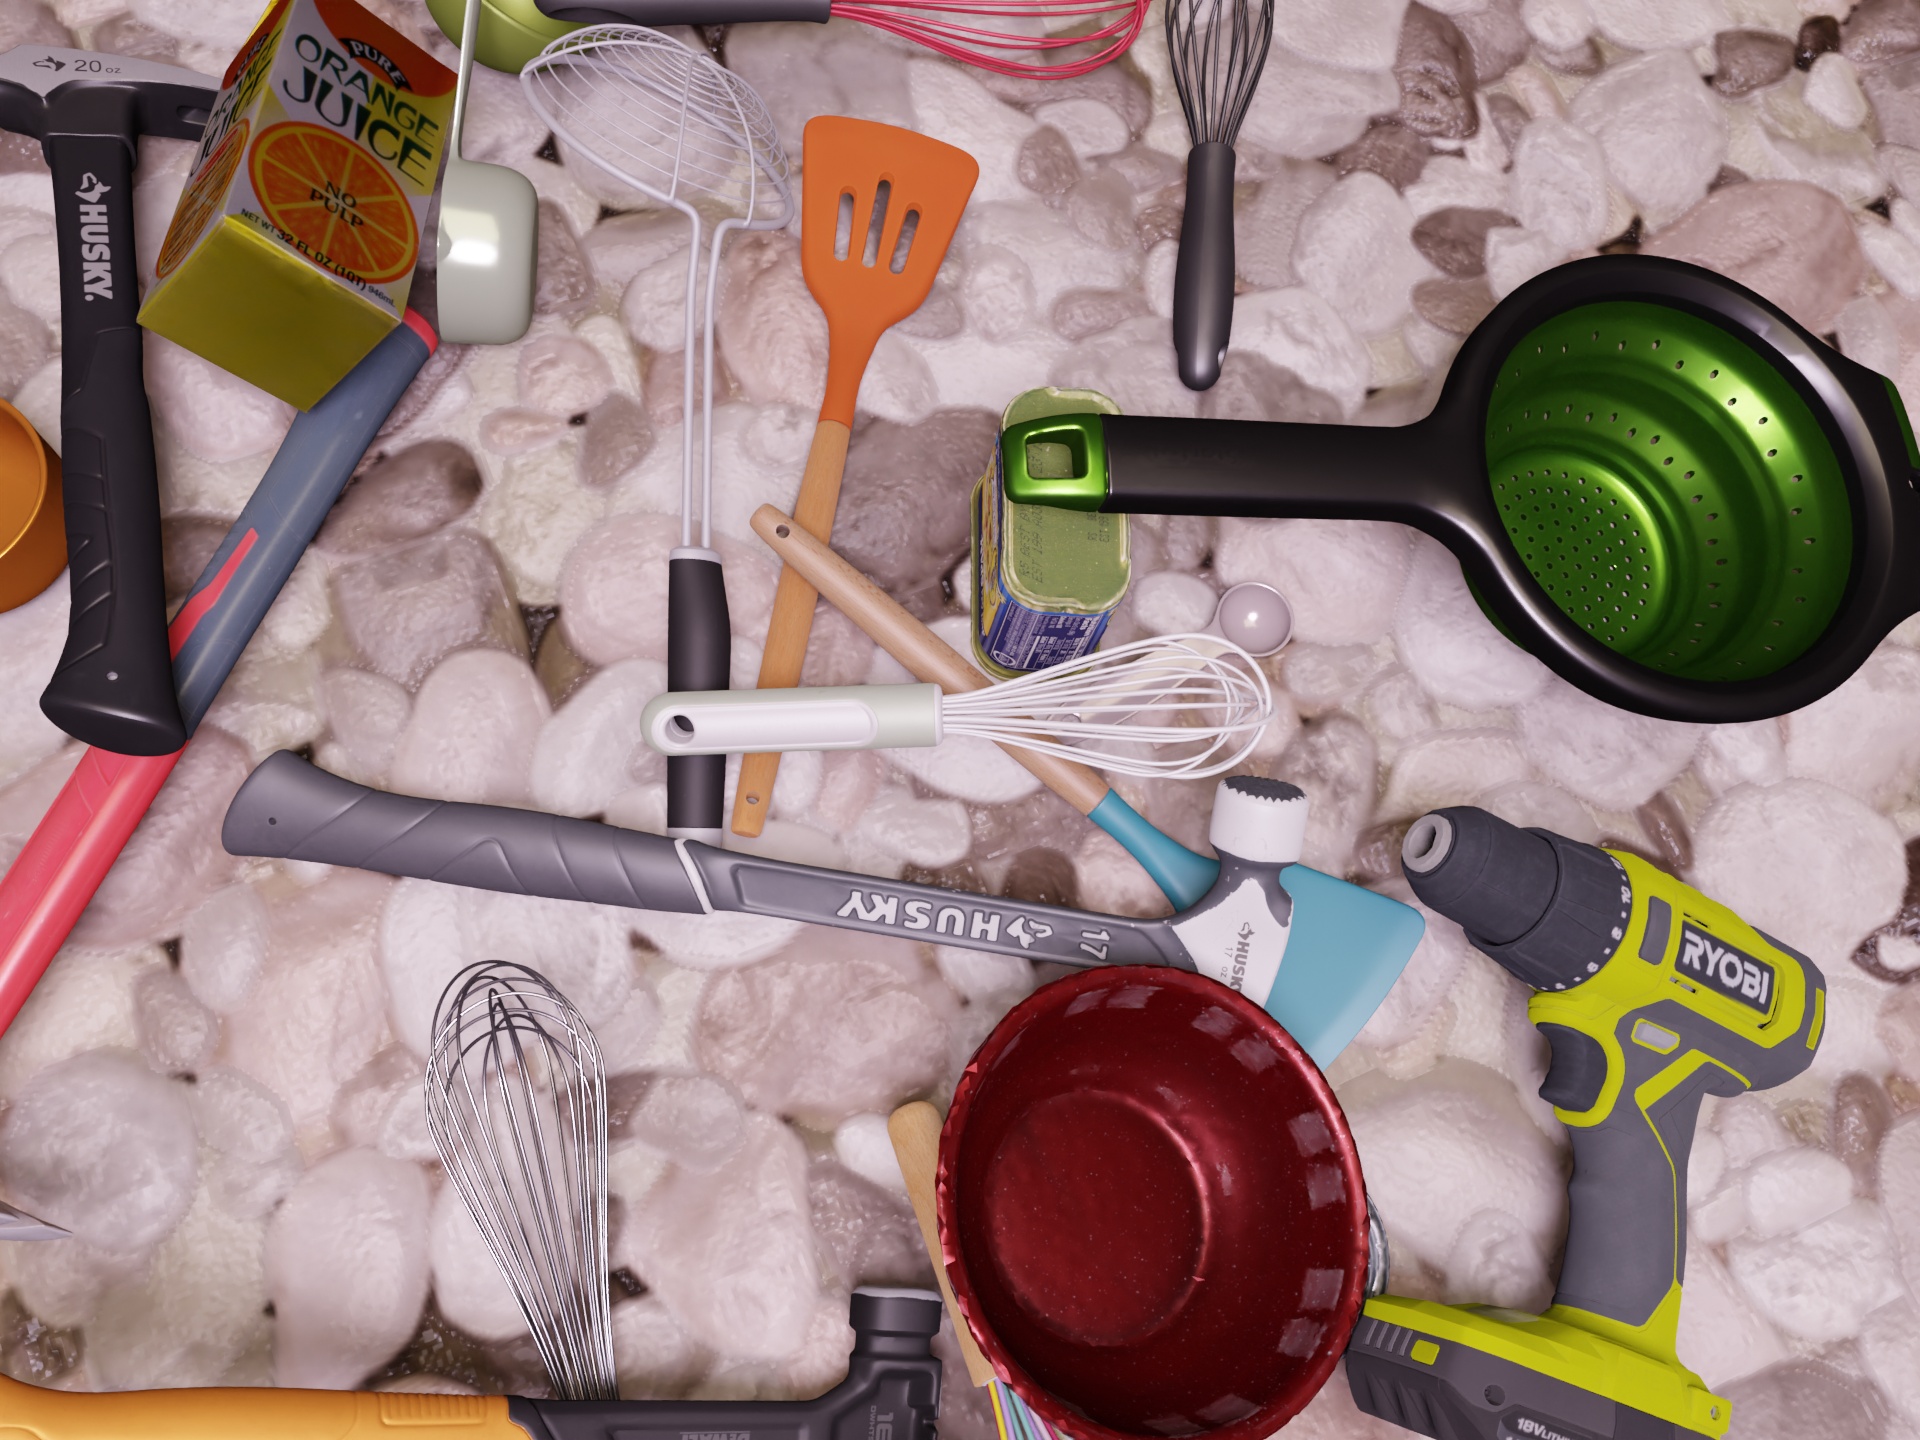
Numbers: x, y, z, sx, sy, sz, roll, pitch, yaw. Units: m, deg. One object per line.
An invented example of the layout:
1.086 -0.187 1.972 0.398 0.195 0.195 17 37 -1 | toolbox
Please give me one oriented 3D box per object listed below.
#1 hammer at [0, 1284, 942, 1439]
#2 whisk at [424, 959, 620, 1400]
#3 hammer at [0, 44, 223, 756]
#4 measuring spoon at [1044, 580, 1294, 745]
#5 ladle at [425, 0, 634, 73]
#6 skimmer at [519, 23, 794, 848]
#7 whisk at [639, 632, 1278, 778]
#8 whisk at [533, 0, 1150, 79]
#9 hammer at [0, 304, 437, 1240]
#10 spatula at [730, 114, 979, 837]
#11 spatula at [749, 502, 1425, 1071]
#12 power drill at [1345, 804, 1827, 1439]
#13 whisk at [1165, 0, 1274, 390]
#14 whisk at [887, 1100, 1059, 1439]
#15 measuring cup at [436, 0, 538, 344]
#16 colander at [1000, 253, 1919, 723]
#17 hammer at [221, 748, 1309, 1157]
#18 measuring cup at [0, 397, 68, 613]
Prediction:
-0.158 0.237 0.500 0.336 0.034 0.127 14 70 -28 | hammer
-0.137 0.223 0.566 0.070 0.070 0.285 -15 80 -10 | whisk
-0.330 -0.137 0.624 0.146 0.035 0.335 -6 63 -23 | hammer
0.088 -0.021 0.688 0.124 0.018 0.034 -29 78 -7 | measuring spoon
-0.089 -0.358 0.750 0.320 0.062 0.078 -14 57 -13 | ladle
-0.127 -0.125 0.680 0.127 0.090 0.363 5 82 -41 | skimmer
-0.001 -0.002 0.614 0.246 0.059 0.057 -2 106 1 | whisk
-0.043 -0.329 0.723 0.295 0.073 0.073 -8 74 -17 | whisk
-0.293 -0.004 0.605 0.143 0.038 0.386 11 66 28 | hammer
-0.059 -0.108 0.683 0.081 0.041 0.323 12 73 -7 | spatula
0.039 0.014 0.645 0.317 0.044 0.082 40 80 0 | spatula
0.223 0.156 0.590 0.190 0.080 0.229 26 71 -20 | power drill
0.119 -0.266 0.749 0.055 0.055 0.239 6 76 -4 | whisk
0.025 0.248 0.551 0.047 0.051 0.245 -19 63 -7 | whisk
-0.194 -0.242 0.669 0.038 0.083 0.167 6 101 -13 | measuring cup
0.203 -0.086 0.662 0.397 0.094 0.205 0 74 -12 | colander
-0.082 0.067 0.611 0.409 0.036 0.149 8 104 3 | hammer
-0.442 -0.088 0.632 0.173 0.052 0.095 6 72 -2 | measuring cup
